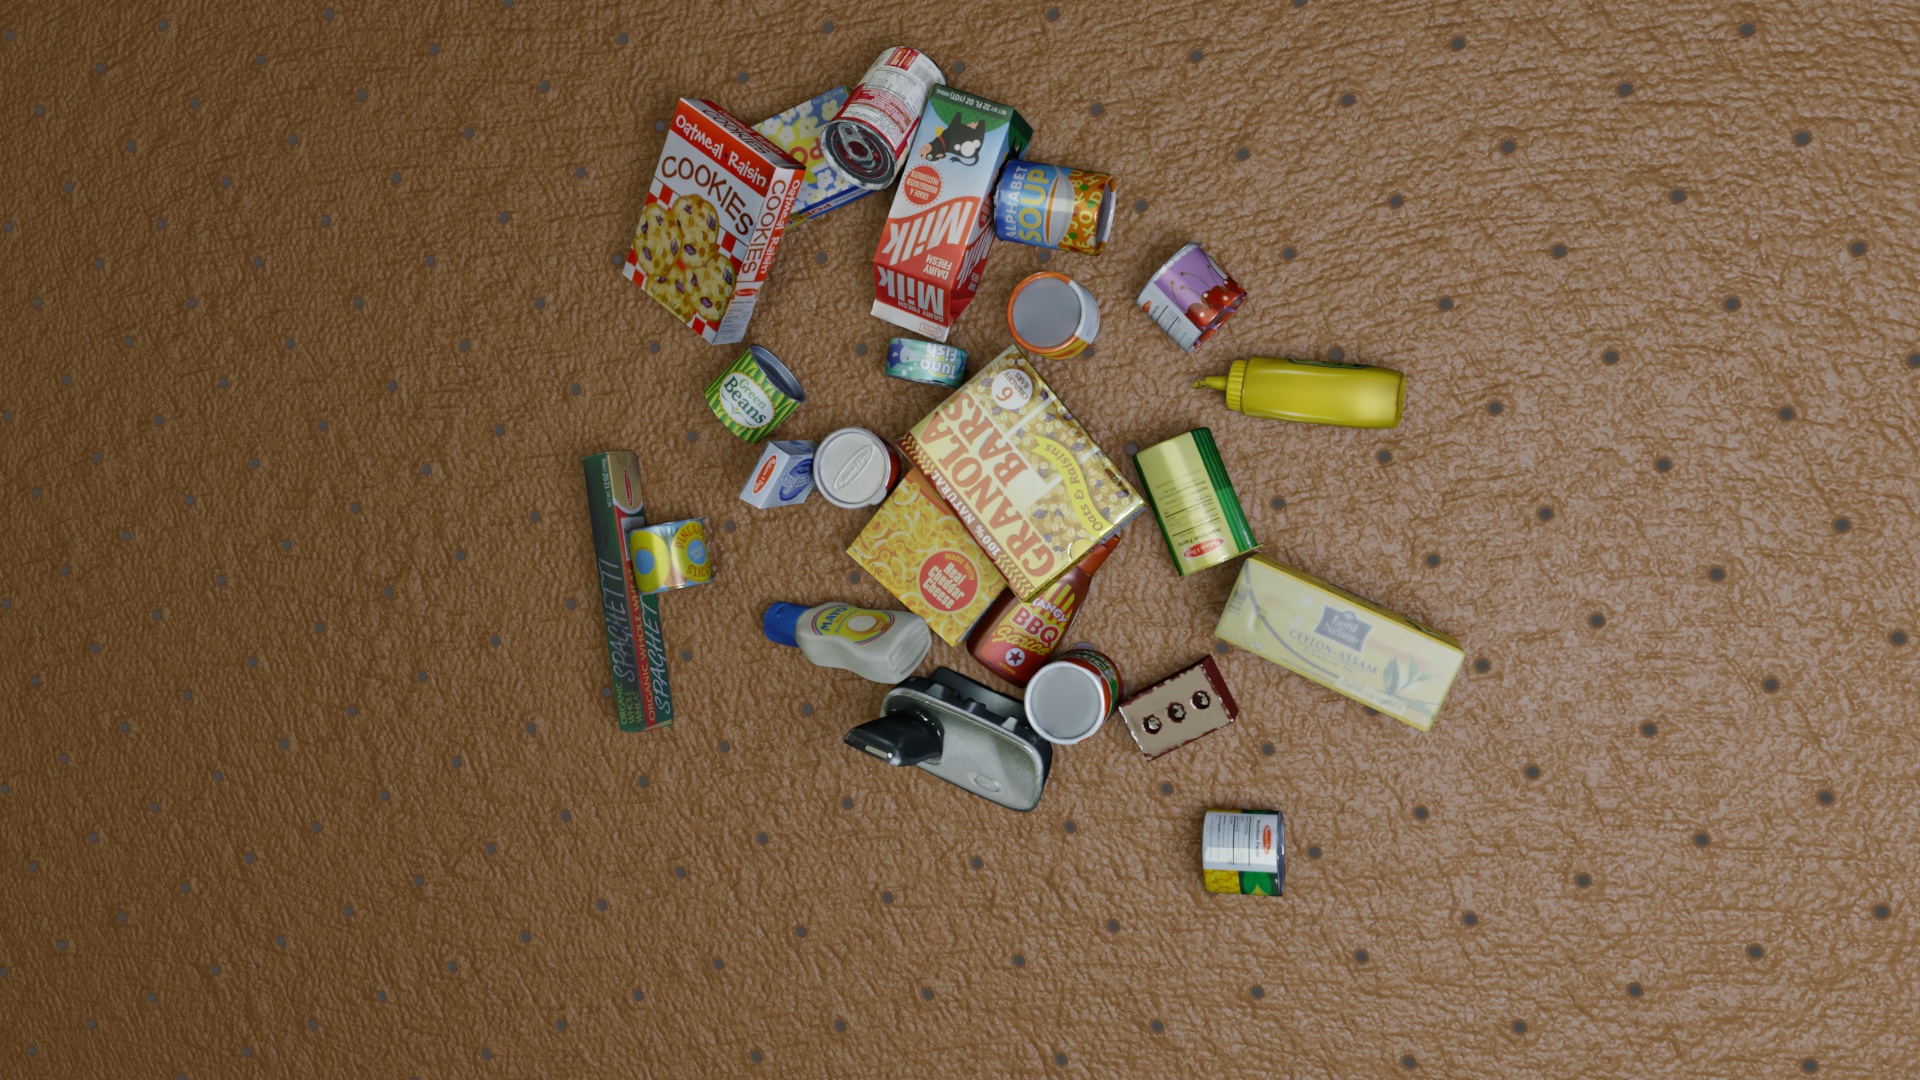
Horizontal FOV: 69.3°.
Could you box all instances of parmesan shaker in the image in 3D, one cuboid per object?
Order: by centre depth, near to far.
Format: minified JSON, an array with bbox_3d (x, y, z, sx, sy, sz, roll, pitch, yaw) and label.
[{"bbox_3d":[0.186,-0.031,1.088,0.071,0.071,0.103,-22,85,16],"label":"parmesan shaker"}]

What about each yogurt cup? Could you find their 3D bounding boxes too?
[{"bbox_3d":[-0.084,-0.061,1.170,0.072,0.054,0.072,1,92,16],"label":"yogurt cup"}]

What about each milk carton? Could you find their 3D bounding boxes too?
[{"bbox_3d":[-0.012,-0.263,1.134,0.072,0.073,0.190,23,98,14],"label":"milk carton"}]

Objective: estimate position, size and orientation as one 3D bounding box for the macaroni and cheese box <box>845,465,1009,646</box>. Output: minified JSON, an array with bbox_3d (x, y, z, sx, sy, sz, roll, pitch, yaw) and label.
[{"bbox_3d":[0.004,-0.014,1.154,0.124,0.040,0.166,41,102,10],"label":"macaroni and cheese box"}]

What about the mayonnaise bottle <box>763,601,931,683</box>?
[{"bbox_3d":[-0.100,0.080,1.165,0.148,0.065,0.041,9,131,34],"label":"mayonnaise bottle"}]

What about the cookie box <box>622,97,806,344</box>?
[{"bbox_3d":[-0.210,-0.269,1.174,0.123,0.040,0.166,39,119,23],"label":"cookie box"}]

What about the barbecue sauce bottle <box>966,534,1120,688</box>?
[{"bbox_3d":[0.071,0.046,1.131,0.065,0.044,0.148,34,99,-18],"label":"barbecue sauce bottle"}]

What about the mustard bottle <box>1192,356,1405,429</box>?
[{"bbox_3d":[0.257,-0.115,1.068,0.160,0.065,0.048,8,99,19],"label":"mustard bottle"}]

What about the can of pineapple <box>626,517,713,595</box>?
[{"bbox_3d":[-0.252,0.014,1.214,0.071,0.071,0.058,-11,90,16],"label":"can of pineapple"}]

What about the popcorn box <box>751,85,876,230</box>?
[{"bbox_3d":[-0.134,-0.321,1.185,0.126,0.038,0.085,-19,88,16],"label":"popcorn box"}]

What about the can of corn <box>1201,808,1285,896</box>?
[{"bbox_3d":[0.222,0.245,1.088,0.058,0.071,0.071,-1,92,17],"label":"can of corn"}]

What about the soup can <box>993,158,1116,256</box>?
[{"bbox_3d":[0.075,-0.266,1.110,0.084,0.071,0.071,13,95,15],"label":"soup can"}]

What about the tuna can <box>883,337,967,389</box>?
[{"bbox_3d":[-0.028,-0.146,1.143,0.071,0.071,0.033,11,95,15],"label":"tuna can"}]

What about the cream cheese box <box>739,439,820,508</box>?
[{"bbox_3d":[-0.145,-0.056,1.162,0.024,0.104,0.053,34,102,9],"label":"cream cheese box"}]

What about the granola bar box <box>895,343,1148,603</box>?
[{"bbox_3d":[0.048,-0.052,1.096,0.124,0.039,0.166,-40,79,7],"label":"granola bar box"}]

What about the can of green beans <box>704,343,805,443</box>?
[{"bbox_3d":[-0.176,-0.125,1.188,0.057,0.071,0.071,-40,81,14],"label":"can of green beans"}]

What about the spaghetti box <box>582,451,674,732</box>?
[{"bbox_3d":[-0.295,0.046,1.236,0.028,0.050,0.250,-8,90,18],"label":"spaghetti box"}]

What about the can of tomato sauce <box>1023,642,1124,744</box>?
[{"bbox_3d":[0.092,0.122,1.110,0.071,0.083,0.071,1,93,16],"label":"can of tomato sauce"}]

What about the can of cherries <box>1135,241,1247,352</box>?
[{"bbox_3d":[0.182,-0.191,1.085,0.058,0.071,0.071,46,103,9],"label":"can of cherries"}]

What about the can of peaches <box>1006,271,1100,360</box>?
[{"bbox_3d":[0.073,-0.180,1.120,0.071,0.058,0.071,1,92,15],"label":"can of peaches"}]
